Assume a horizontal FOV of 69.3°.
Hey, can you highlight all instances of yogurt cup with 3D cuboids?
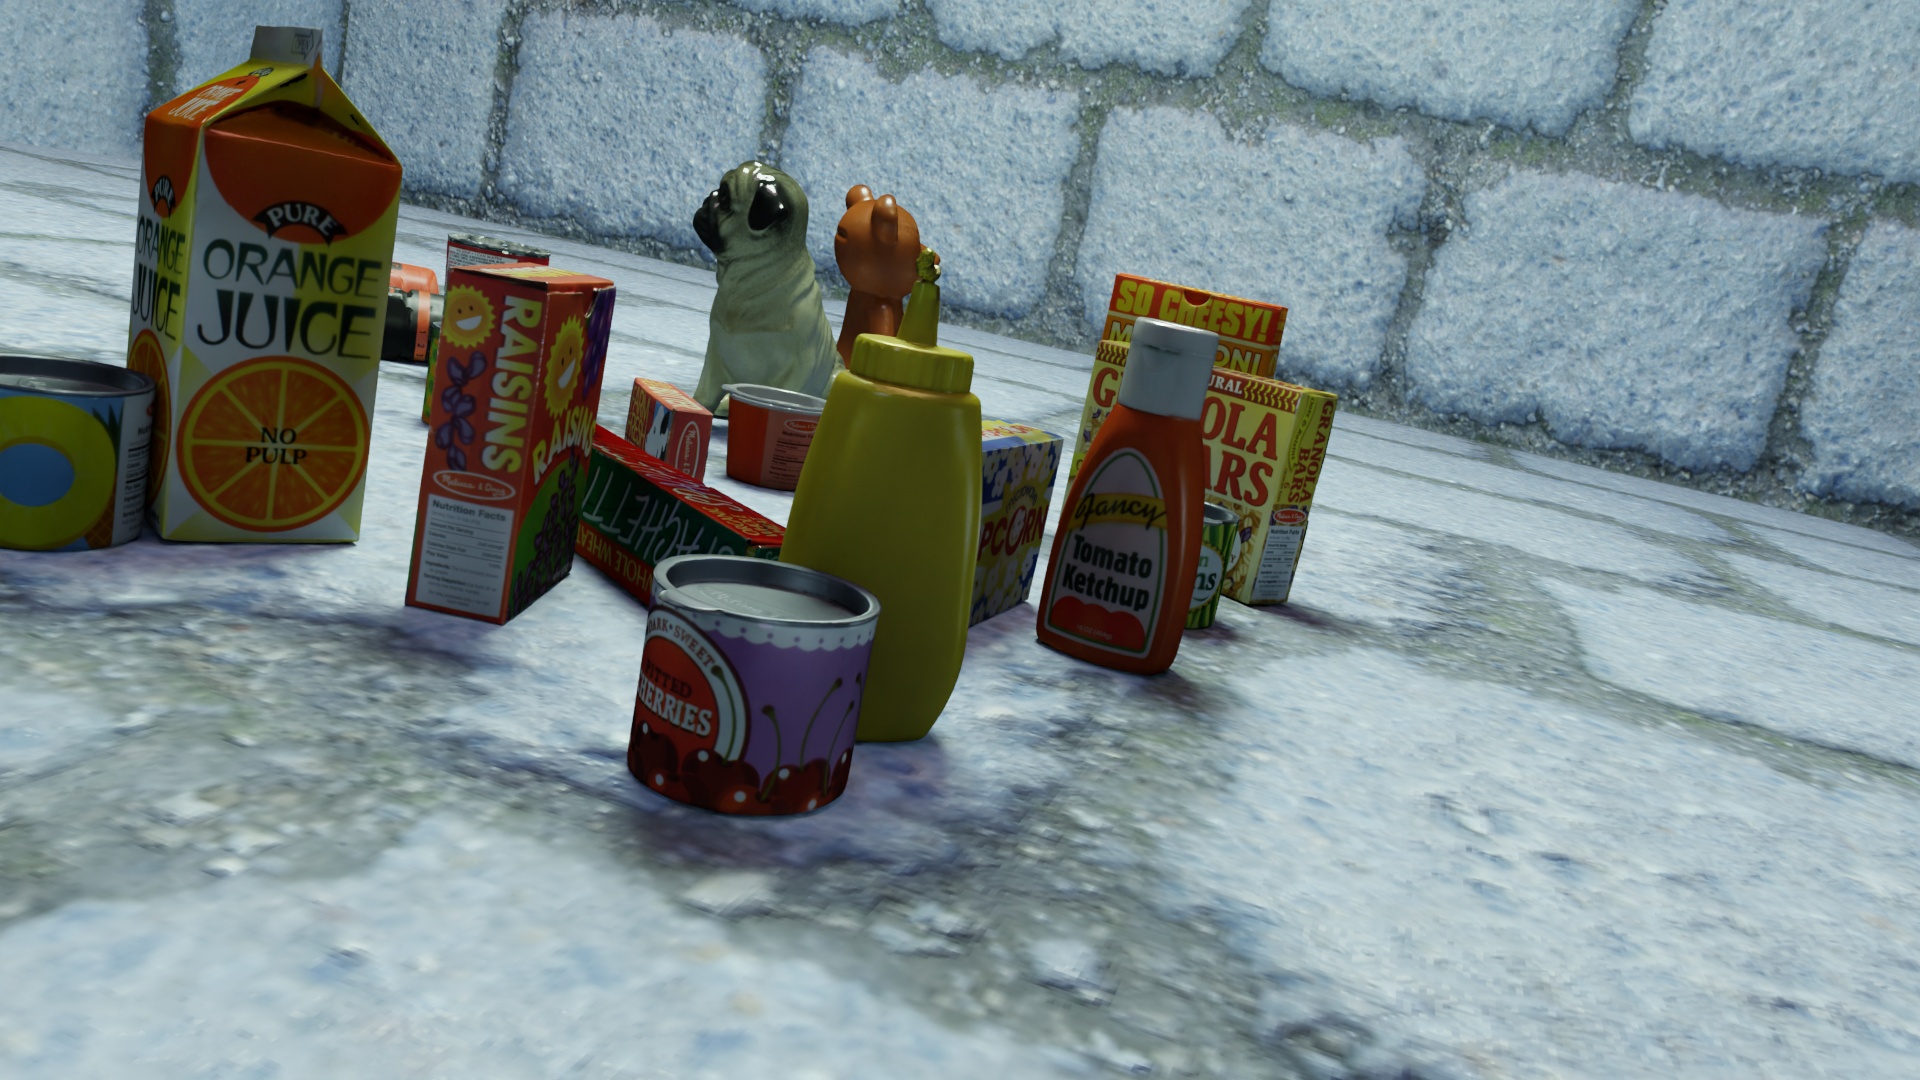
[{"bbox_3d":[-0.112,-0.062,0.848,0.072,0.053,0.072,11,12,-2],"label":"yogurt cup"}]

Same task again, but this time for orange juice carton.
[{"bbox_3d":[-0.270,-0.100,0.536,0.073,0.192,0.072,1,16,-44],"label":"orange juice carton"}]

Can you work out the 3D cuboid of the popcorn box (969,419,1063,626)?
[{"bbox_3d":[0.002,-0.008,0.626,0.038,0.085,0.127,16,12,20],"label":"popcorn box"}]

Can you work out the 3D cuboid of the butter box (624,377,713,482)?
[{"bbox_3d":[-0.164,-0.056,0.770,0.024,0.053,0.103,6,13,-26],"label":"butter box"}]

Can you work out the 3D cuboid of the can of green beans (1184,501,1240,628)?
[{"bbox_3d":[0.105,0.008,0.716,0.071,0.057,0.071,11,12,-2],"label":"can of green beans"}]

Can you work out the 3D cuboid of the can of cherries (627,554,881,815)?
[{"bbox_3d":[-0.062,0.041,0.403,0.071,0.058,0.071,11,12,-2],"label":"can of cherries"}]

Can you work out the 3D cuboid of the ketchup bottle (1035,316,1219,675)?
[{"bbox_3d":[0.078,-0.020,0.602,0.065,0.148,0.043,17,12,24],"label":"ketchup bottle"}]

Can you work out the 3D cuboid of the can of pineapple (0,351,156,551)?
[{"bbox_3d":[-0.327,-0.032,0.492,0.071,0.057,0.071,11,12,-2],"label":"can of pineapple"}]

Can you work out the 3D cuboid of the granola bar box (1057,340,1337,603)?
[{"bbox_3d":[0.138,-0.045,0.835,0.039,0.124,0.166,2,15,-39],"label":"granola bar box"}]

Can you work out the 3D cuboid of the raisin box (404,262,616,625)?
[{"bbox_3d":[-0.167,-0.040,0.522,0.040,0.123,0.086,12,11,0],"label":"raisin box"}]

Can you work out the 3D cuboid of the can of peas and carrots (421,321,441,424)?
[{"bbox_3d":[-0.282,-0.095,0.826,0.071,0.058,0.071,11,12,-2],"label":"can of peas and carrots"}]

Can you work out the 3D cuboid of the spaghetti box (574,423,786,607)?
[{"bbox_3d":[-0.140,-0.011,0.589,0.029,0.050,0.250,2,15,-39],"label":"spaghetti box"}]

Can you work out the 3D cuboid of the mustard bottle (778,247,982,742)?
[{"bbox_3d":[-0.022,-0.015,0.454,0.065,0.159,0.049,8,12,-18],"label":"mustard bottle"}]

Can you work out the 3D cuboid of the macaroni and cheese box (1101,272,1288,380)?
[{"bbox_3d":[0.156,-0.099,1.005,0.124,0.166,0.040,16,12,19],"label":"macaroni and cheese box"}]
